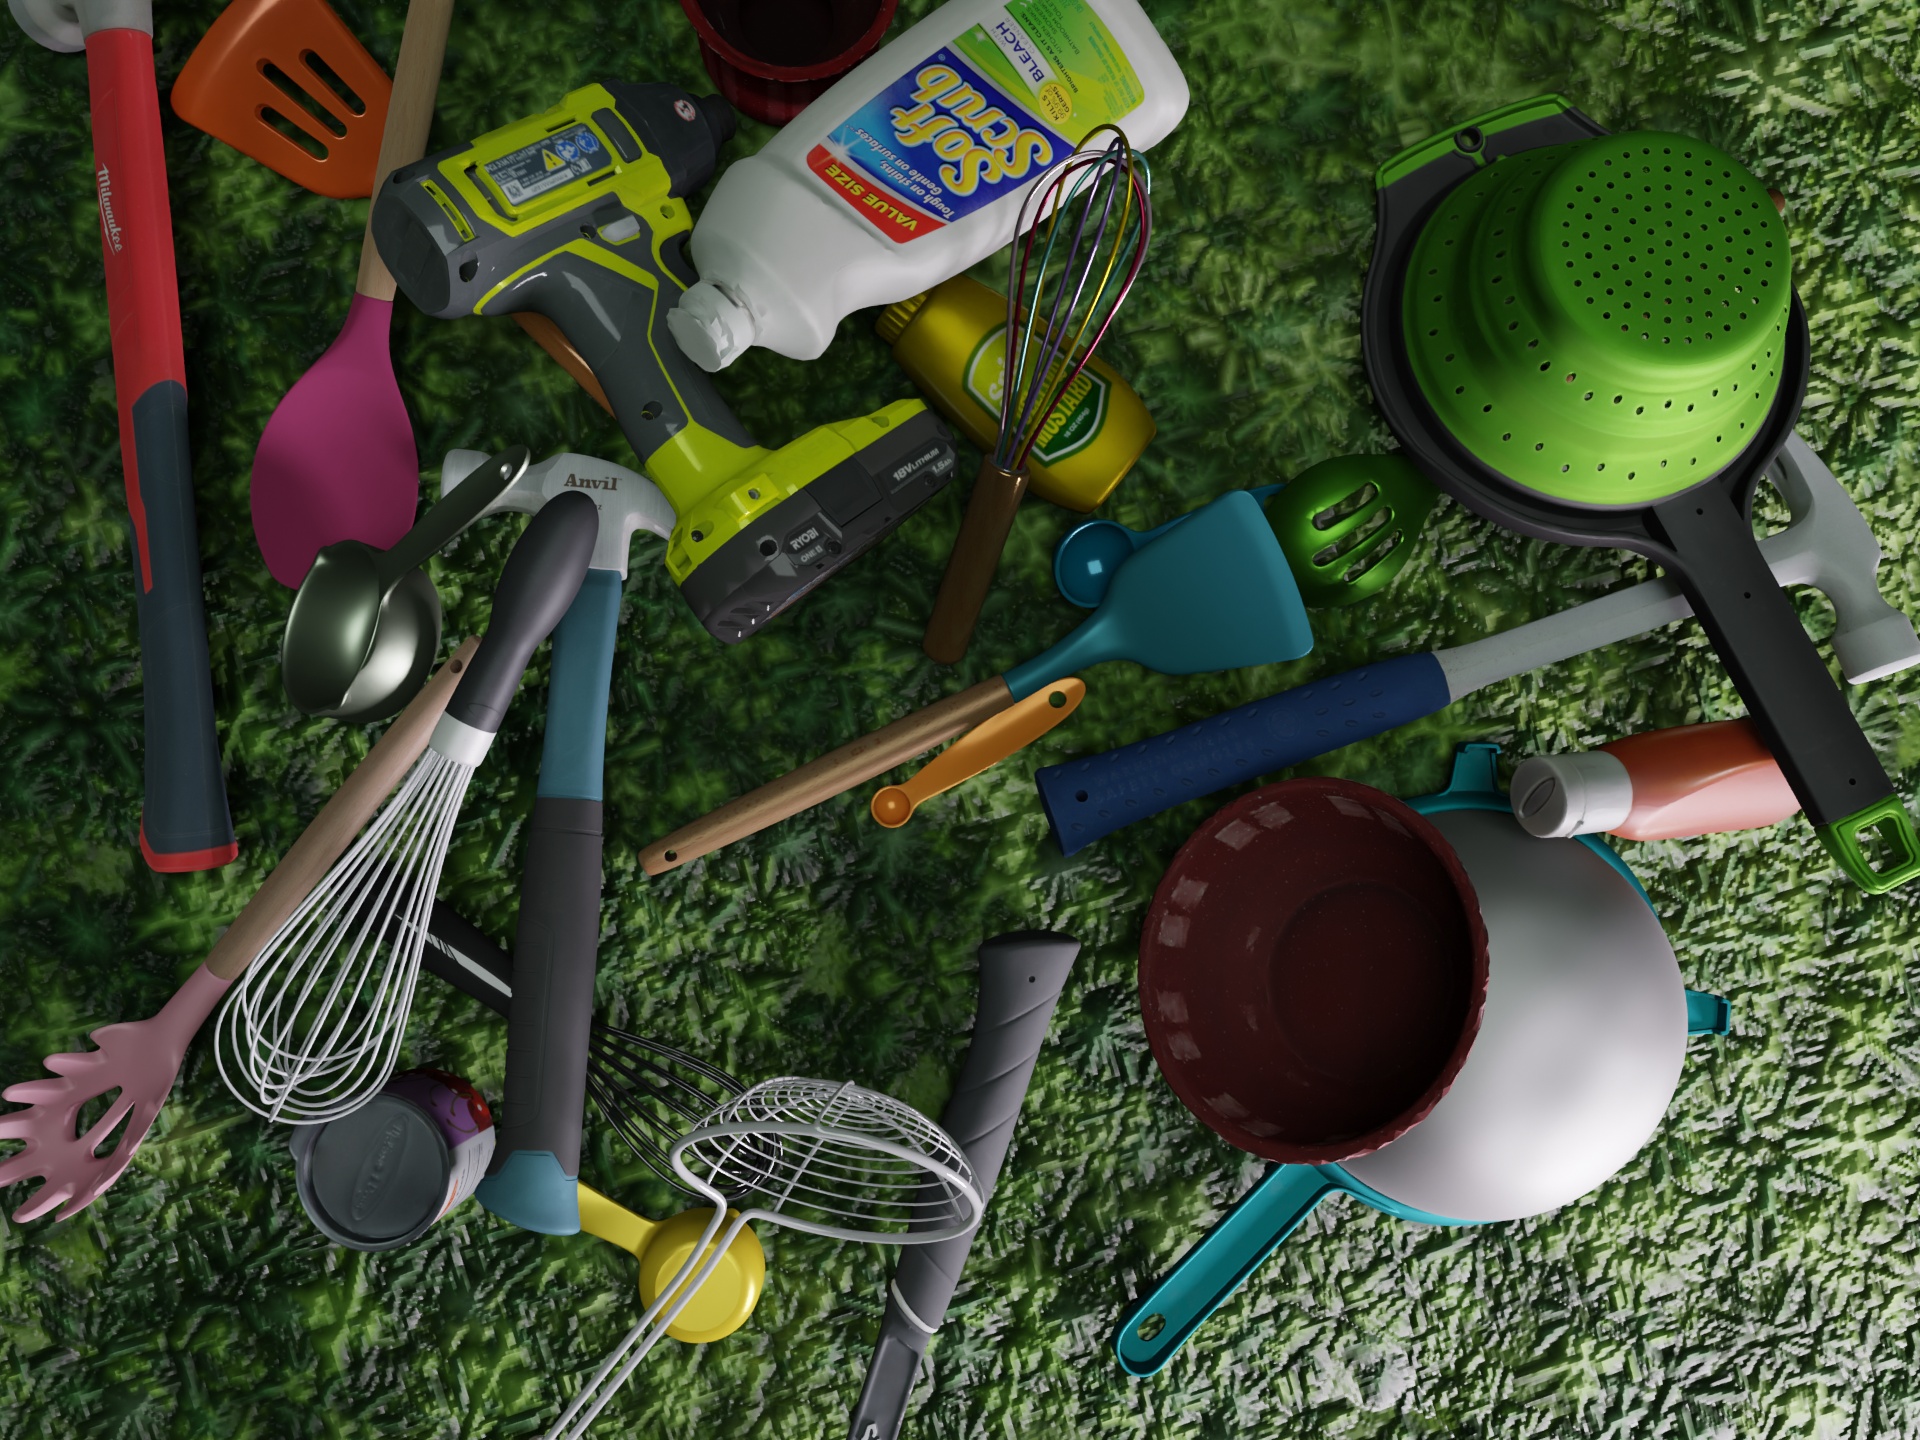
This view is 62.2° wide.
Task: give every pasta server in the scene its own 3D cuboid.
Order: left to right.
[{"bbox_3d":[-0.301,0.086,0.672,0.060,0.040,0.316,42,97,9],"label":"pasta server"}]

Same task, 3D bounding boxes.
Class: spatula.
[{"bbox_3d":[-0.193,-0.181,0.696,0.322,0.041,0.081,44,100,-7],"label":"spatula"},{"bbox_3d":[-0.001,-0.002,0.715,0.317,0.044,0.082,-26,105,-1],"label":"spatula"}]

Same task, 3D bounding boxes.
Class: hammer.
[{"bbox_3d":[-0.325,-0.128,0.654,0.143,0.038,0.386,2,98,38],"label":"hammer"},{"bbox_3d":[-0.171,0.048,0.682,0.128,0.033,0.331,4,81,-6],"label":"hammer"},{"bbox_3d":[-0.023,0.291,0.732,0.149,0.036,0.409,19,89,-7],"label":"hammer"},{"bbox_3d":[0.229,-0.028,0.737,0.405,0.035,0.144,-19,79,-3],"label":"hammer"}]

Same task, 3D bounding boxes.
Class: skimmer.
[{"bbox_3d":[-0.135,0.287,0.664,0.127,0.090,0.363,34,100,-30],"label":"skimmer"}]

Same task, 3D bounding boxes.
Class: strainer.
[{"bbox_3d":[0.202,0.184,0.722,0.340,0.095,0.211,-44,96,-5],"label":"strainer"}]

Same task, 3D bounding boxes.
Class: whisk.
[{"bbox_3d":[-0.214,0.036,0.641,0.070,0.070,0.284,27,92,-6],"label":"whisk"},{"bbox_3d":[-0.181,0.135,0.708,0.239,0.055,0.055,36,88,-1],"label":"whisk"},{"bbox_3d":[0.026,-0.130,0.673,0.047,0.051,0.244,34,124,22],"label":"whisk"}]

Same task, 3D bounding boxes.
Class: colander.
[{"bbox_3d":[0.322,-0.113,0.683,0.204,0.094,0.397,-24,81,-6],"label":"colander"}]

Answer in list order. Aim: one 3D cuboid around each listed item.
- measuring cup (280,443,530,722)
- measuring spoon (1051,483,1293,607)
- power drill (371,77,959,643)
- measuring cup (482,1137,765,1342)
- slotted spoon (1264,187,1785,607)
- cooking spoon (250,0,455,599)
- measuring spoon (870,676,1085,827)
[{"bbox_3d":[-0.220,-0.059,0.660,0.167,0.038,0.083,-34,58,26],"label":"measuring cup"},{"bbox_3d":[0.099,-0.089,0.745,0.128,0.021,0.042,-20,118,-14],"label":"measuring spoon"},{"bbox_3d":[-0.110,-0.161,0.672,0.171,0.080,0.223,-40,95,-34],"label":"power drill"},{"bbox_3d":[-0.161,0.230,0.717,0.156,0.029,0.062,29,89,-6],"label":"measuring cup"},{"bbox_3d":[0.271,-0.158,0.753,0.314,0.031,0.070,-38,108,-6],"label":"slotted spoon"},{"bbox_3d":[-0.241,-0.204,0.669,0.068,0.017,0.319,14,105,-14],"label":"cooking spoon"},{"bbox_3d":[0.009,0.014,0.740,0.117,0.011,0.021,-33,78,-7],"label":"measuring spoon"}]
